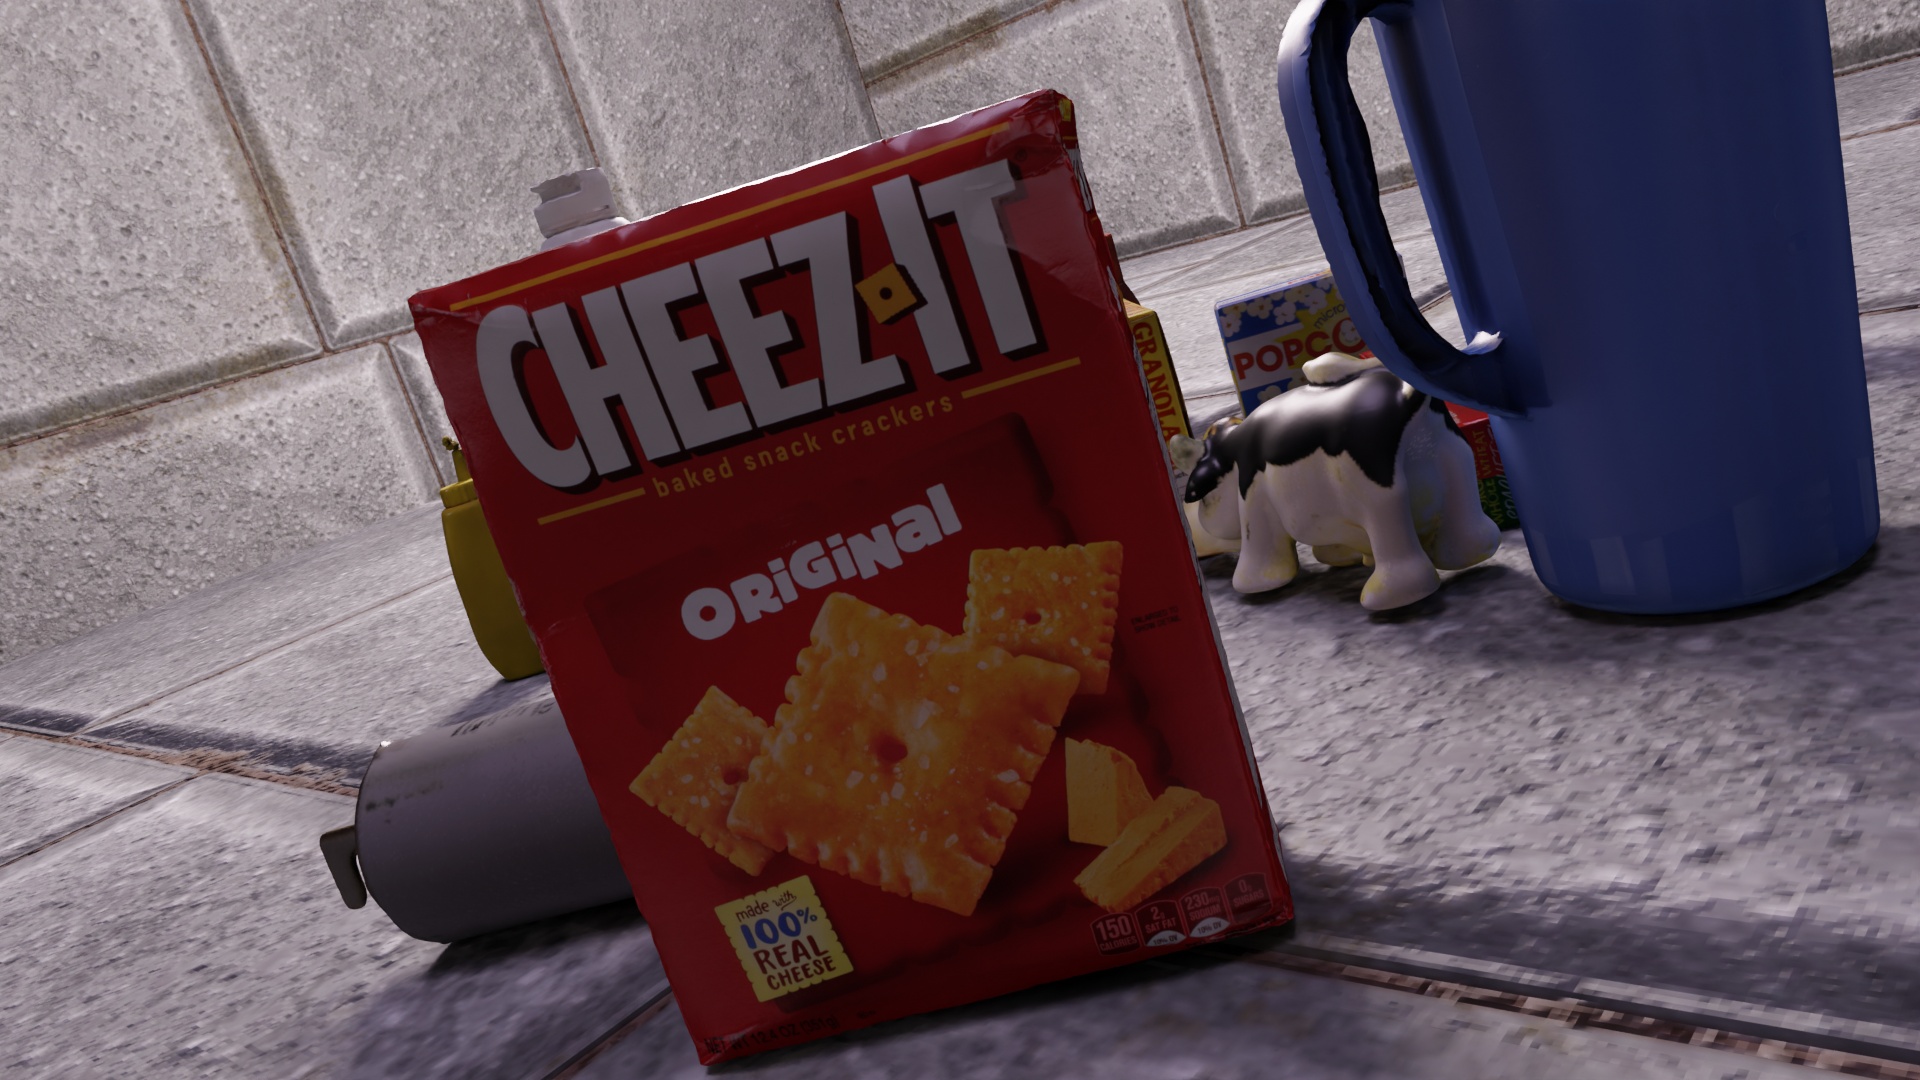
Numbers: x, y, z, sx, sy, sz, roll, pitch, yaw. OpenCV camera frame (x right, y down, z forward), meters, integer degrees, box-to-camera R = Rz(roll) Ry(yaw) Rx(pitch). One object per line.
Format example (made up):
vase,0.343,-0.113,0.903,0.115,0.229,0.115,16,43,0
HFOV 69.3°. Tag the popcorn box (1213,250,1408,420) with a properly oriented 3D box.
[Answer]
popcorn box,0.243,-0.137,0.940,0.126,0.085,0.038,-15,12,11

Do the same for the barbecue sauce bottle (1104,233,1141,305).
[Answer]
barbecue sauce bottle,0.116,-0.154,1.044,0.065,0.148,0.044,-21,12,-13

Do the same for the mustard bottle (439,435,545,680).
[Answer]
mustard bottle,-0.293,0.007,0.886,0.065,0.160,0.049,-18,12,2

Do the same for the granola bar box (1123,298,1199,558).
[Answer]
granola bar box,0.094,-0.064,0.743,0.039,0.124,0.166,-17,12,3

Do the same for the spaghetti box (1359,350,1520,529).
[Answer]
spaghetti box,0.237,-0.059,0.695,0.028,0.050,0.251,-15,13,11
